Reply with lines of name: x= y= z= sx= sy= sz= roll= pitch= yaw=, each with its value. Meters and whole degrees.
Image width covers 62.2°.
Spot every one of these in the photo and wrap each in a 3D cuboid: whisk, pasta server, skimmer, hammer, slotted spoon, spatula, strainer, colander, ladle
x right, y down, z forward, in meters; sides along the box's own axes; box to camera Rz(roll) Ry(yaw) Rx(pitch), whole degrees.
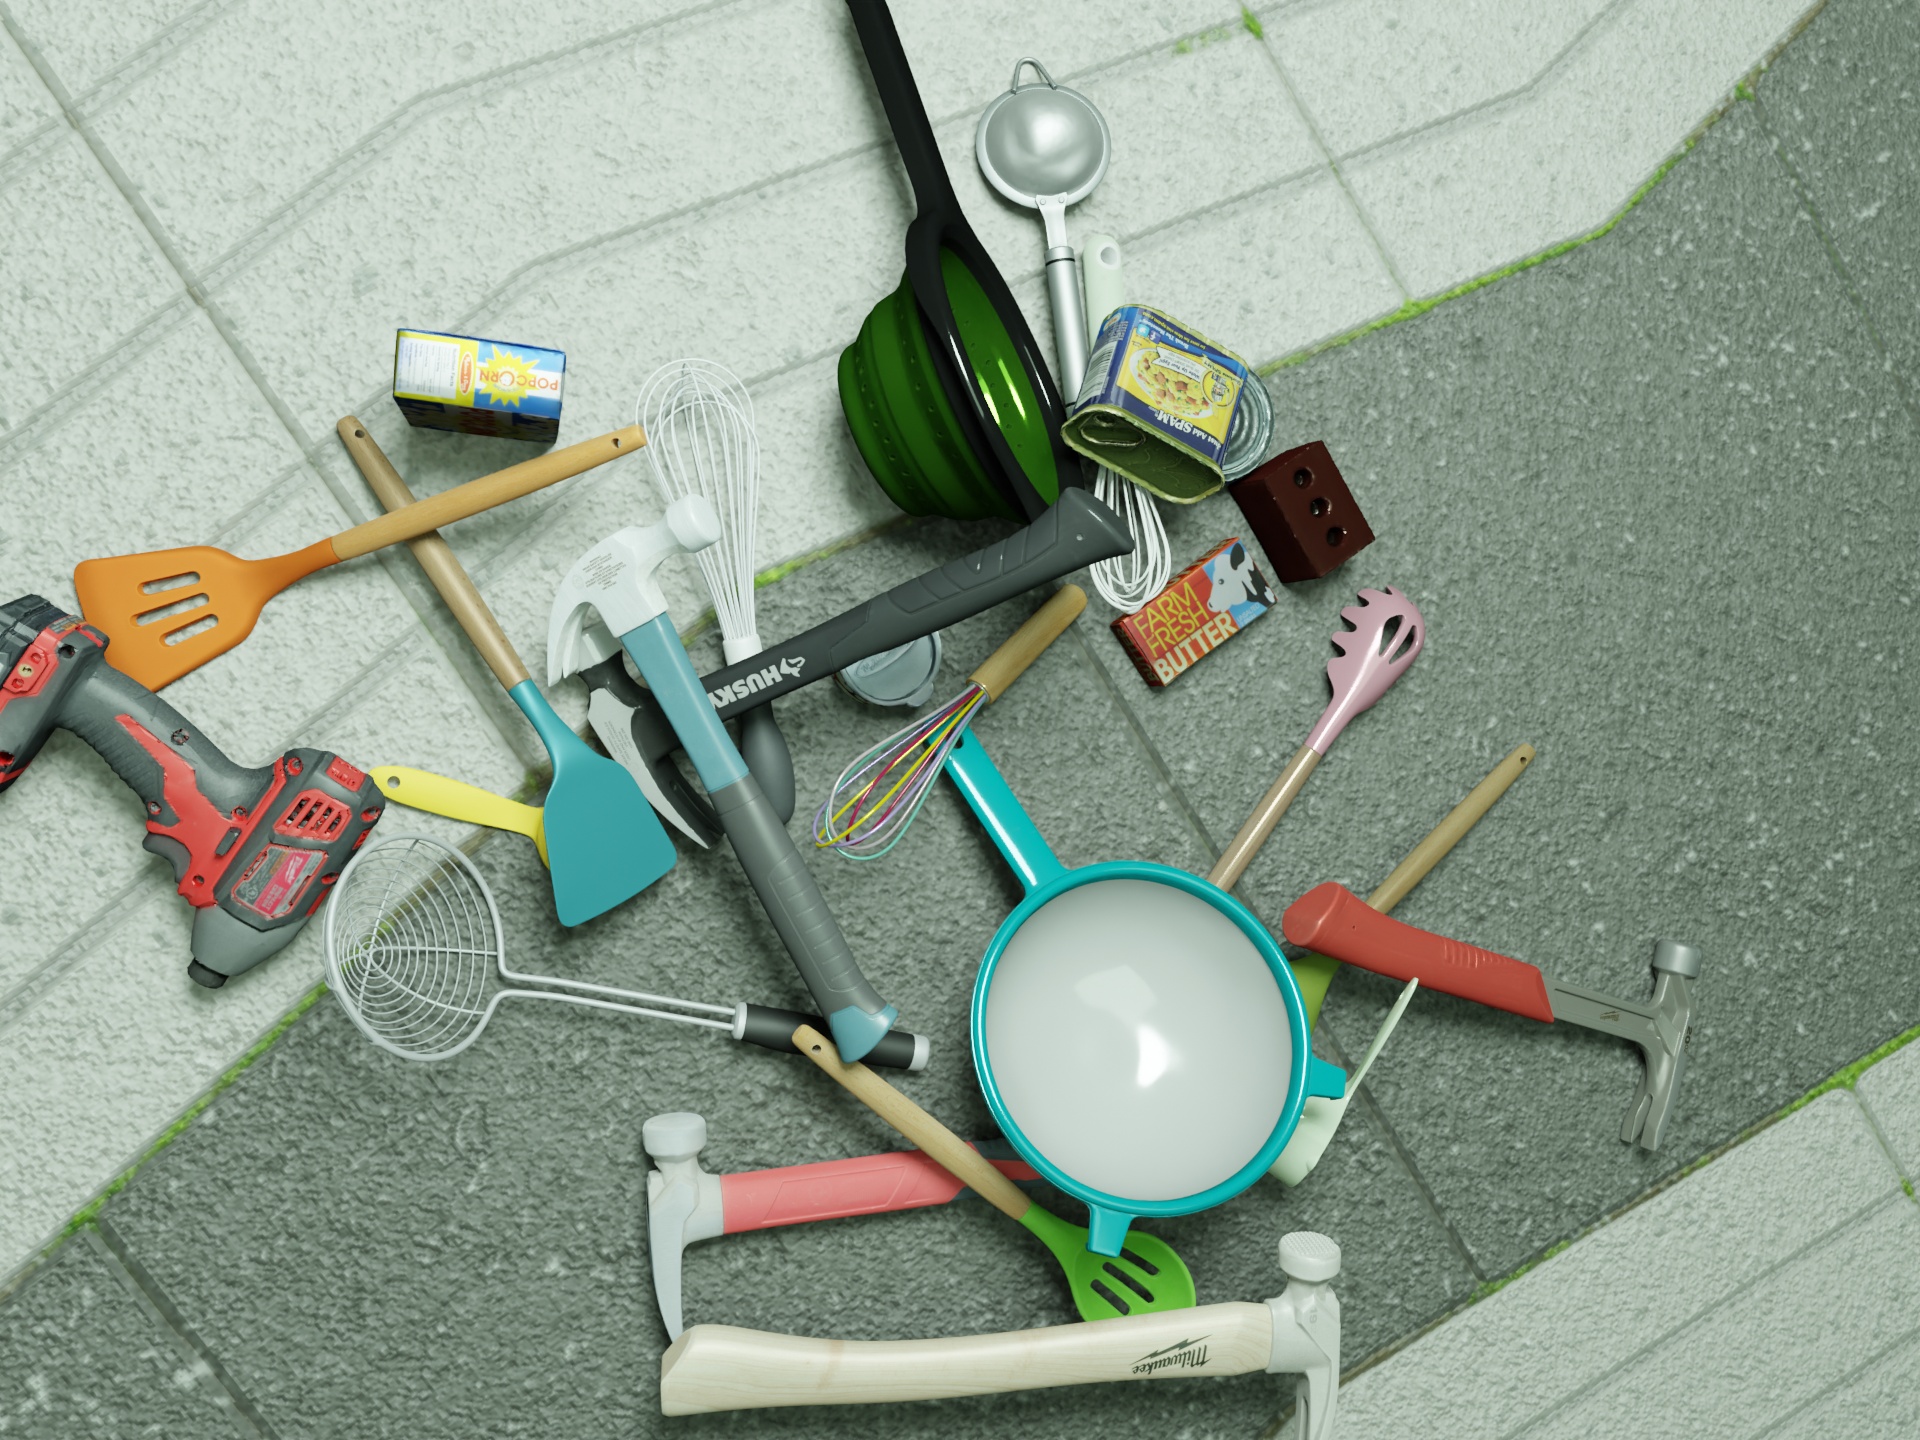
whisk: x=0.000 y=-0.003 z=0.974 sx=0.051 sy=0.047 sz=0.245 roll=39 pitch=65 yaw=13
pasta server: x=0.217 y=0.042 z=1.066 sx=0.060 sy=0.040 sz=0.316 roll=37 pitch=85 yaw=-13
skimmer: x=-0.179 y=0.155 z=0.921 sx=0.363 sy=0.090 sz=0.127 roll=14 pitch=56 yaw=-17
hammer: x=0.362 y=0.186 z=1.072 sx=0.358 sy=0.037 sz=0.149 roll=18 pitch=85 yaw=-26
slotted spoon: x=0.020 y=0.282 z=0.972 sx=0.313 sy=0.031 sz=0.070 roll=40 pitch=85 yaw=-13
whisk: x=-0.138 y=-0.073 z=0.951 sx=0.070 sy=0.070 sz=0.284 roll=-13 pitch=99 yaw=-15
hammer: x=0.000 y=0.299 z=1.000 sx=0.386 sy=0.038 sz=0.143 roll=-3 pitch=93 yaw=-16
spatula: x=-0.325 y=-0.102 z=0.875 sx=0.322 sy=0.041 sz=0.081 roll=-19 pitch=97 yaw=6
hammer: x=-0.124 y=0.046 z=0.899 sx=0.128 sy=0.033 sz=0.331 roll=-24 pitch=100 yaw=19
hammer: x=-0.059 y=-0.041 z=0.891 sx=0.335 sy=0.035 sz=0.146 roll=-22 pitch=101 yaw=20
hammer: x=0.029 y=0.394 z=0.955 sx=0.410 sy=0.038 sz=0.146 roll=-1 pitch=98 yaw=-9
strainer: x=0.063 y=-0.299 z=0.997 sx=0.087 sy=0.050 sz=0.258 roll=-8 pitch=89 yaw=-5
whisk: x=0.099 y=-0.190 z=1.020 sx=0.057 sy=0.059 sz=0.246 roll=-3 pitch=86 yaw=-22
spatula: x=-0.270 y=-0.036 z=0.909 sx=0.082 sy=0.044 sz=0.317 roll=-31 pitch=86 yaw=-36
colander: x=-0.035 y=-0.264 z=0.949 sx=0.094 sy=0.204 sz=0.397 roll=-21 pitch=84 yaw=19
strainer: x=0.067 y=0.148 z=0.995 sx=0.211 sy=0.095 sz=0.340 roll=-28 pitch=75 yaw=-21
ladle: x=0.282 y=0.120 z=1.082 sx=0.320 sy=0.062 sz=0.078 roll=-41 pitch=98 yaw=-19

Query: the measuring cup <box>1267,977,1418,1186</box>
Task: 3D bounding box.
measuring cup: x=0.238 y=0.225 z=1.026 sx=0.038 sy=0.083 sz=0.167 roll=29 pitch=110 yaw=8

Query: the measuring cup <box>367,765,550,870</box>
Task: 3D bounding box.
measuring cup: x=-0.266 y=0.055 z=0.926 sx=0.156 sy=0.029 sz=0.062 roll=18 pitch=86 yaw=-18

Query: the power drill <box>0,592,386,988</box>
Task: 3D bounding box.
power drill: x=-0.441 y=0.042 z=0.852 sx=0.219 sy=0.079 sz=0.143 roll=34 pitch=92 yaw=-18
